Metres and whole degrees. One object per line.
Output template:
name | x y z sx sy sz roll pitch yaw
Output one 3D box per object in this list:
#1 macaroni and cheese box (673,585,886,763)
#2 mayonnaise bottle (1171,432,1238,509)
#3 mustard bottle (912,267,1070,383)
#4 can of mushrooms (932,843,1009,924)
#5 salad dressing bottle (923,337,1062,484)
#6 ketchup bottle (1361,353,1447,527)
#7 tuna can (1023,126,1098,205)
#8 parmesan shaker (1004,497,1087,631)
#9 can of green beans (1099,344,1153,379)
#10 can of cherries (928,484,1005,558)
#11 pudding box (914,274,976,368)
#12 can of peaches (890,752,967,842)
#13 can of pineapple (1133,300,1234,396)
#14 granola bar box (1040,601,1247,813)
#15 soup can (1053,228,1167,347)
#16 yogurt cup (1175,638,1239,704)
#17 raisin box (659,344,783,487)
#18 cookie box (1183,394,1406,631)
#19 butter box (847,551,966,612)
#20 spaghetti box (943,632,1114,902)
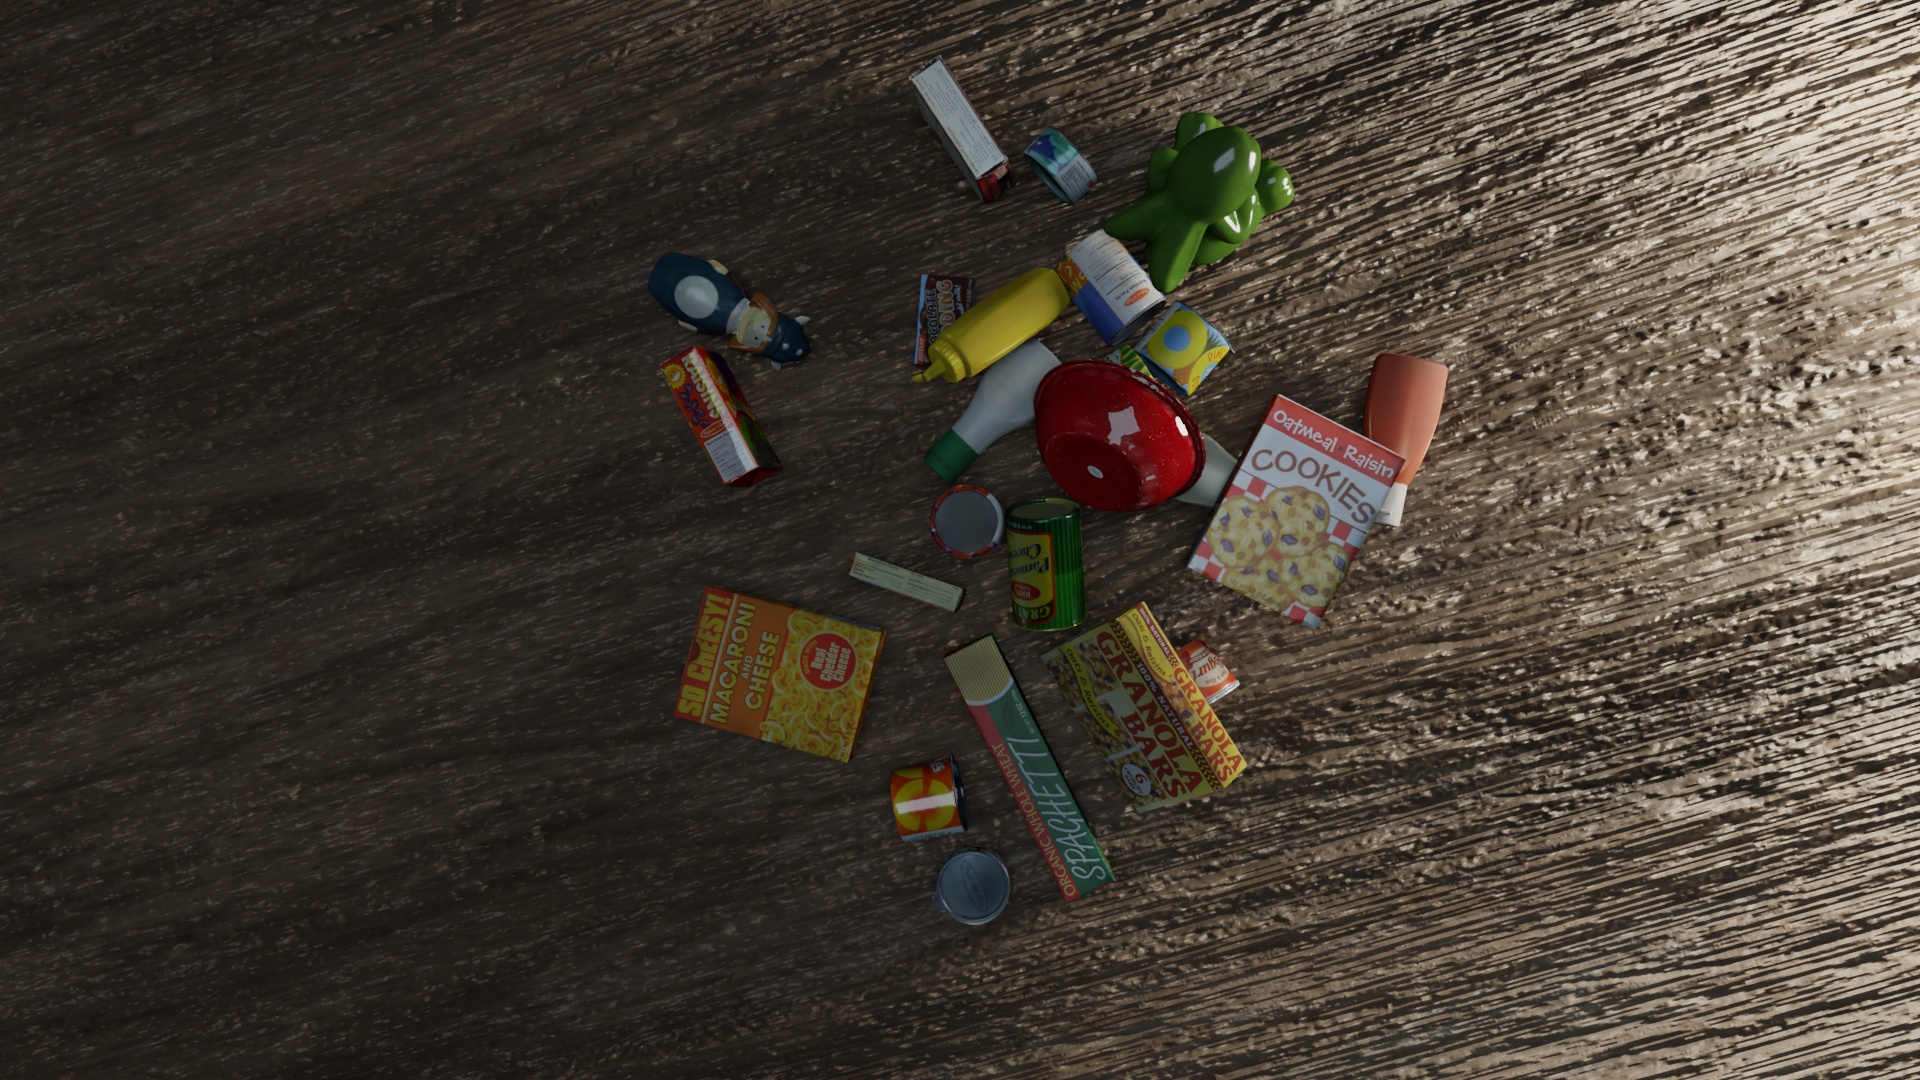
macaroni and cheese box | -0.164 0.119 1.261 0.166 0.040 0.123 14 90 4
mayonnaise bottle | 0.249 -0.042 1.236 0.148 0.041 0.064 27 93 2
mustard bottle | 0.021 -0.180 1.217 0.161 0.065 0.048 -37 108 -16
can of mushrooms | 0.009 0.309 1.251 0.071 0.033 0.071 0 90 3
salad dressing bottle | 0.029 -0.115 1.250 0.064 0.044 0.147 44 93 -1
ketchup bottle | 0.383 -0.087 1.226 0.065 0.043 0.148 12 90 5
tuna can | 0.087 -0.335 1.238 0.033 0.071 0.071 -44 87 4
parmesan shaker | 0.073 0.020 1.221 0.071 0.071 0.102 -4 108 4
can of green beans | 0.140 -0.132 1.231 0.058 0.071 0.071 -32 88 3
can of cherries | 0.004 -0.016 1.242 0.071 0.058 0.071 0 90 3
pudding box | -0.014 -0.197 1.260 0.050 0.030 0.083 5 90 4
can of peaches | -0.028 0.229 1.238 0.058 0.071 0.071 -12 89 5
can of pineapple | 0.197 -0.168 1.227 0.071 0.071 0.058 41 93 3
granola bar box | 0.156 0.146 1.201 0.039 0.123 0.165 -30 87 -35
soup can | 0.131 -0.223 1.233 0.071 0.071 0.084 -38 83 3
yogurt cup | 0.203 0.122 1.226 0.072 0.072 0.054 -33 80 3
raisin box | -0.213 -0.109 1.244 0.040 0.086 0.123 -28 88 8
cookie box | 0.286 -0.025 1.193 0.123 0.040 0.167 27 94 1
butter box | -0.047 0.038 1.248 0.103 0.053 0.024 19 88 3
spaghetti box | 0.063 0.204 1.251 0.050 0.028 0.250 -27 87 4
